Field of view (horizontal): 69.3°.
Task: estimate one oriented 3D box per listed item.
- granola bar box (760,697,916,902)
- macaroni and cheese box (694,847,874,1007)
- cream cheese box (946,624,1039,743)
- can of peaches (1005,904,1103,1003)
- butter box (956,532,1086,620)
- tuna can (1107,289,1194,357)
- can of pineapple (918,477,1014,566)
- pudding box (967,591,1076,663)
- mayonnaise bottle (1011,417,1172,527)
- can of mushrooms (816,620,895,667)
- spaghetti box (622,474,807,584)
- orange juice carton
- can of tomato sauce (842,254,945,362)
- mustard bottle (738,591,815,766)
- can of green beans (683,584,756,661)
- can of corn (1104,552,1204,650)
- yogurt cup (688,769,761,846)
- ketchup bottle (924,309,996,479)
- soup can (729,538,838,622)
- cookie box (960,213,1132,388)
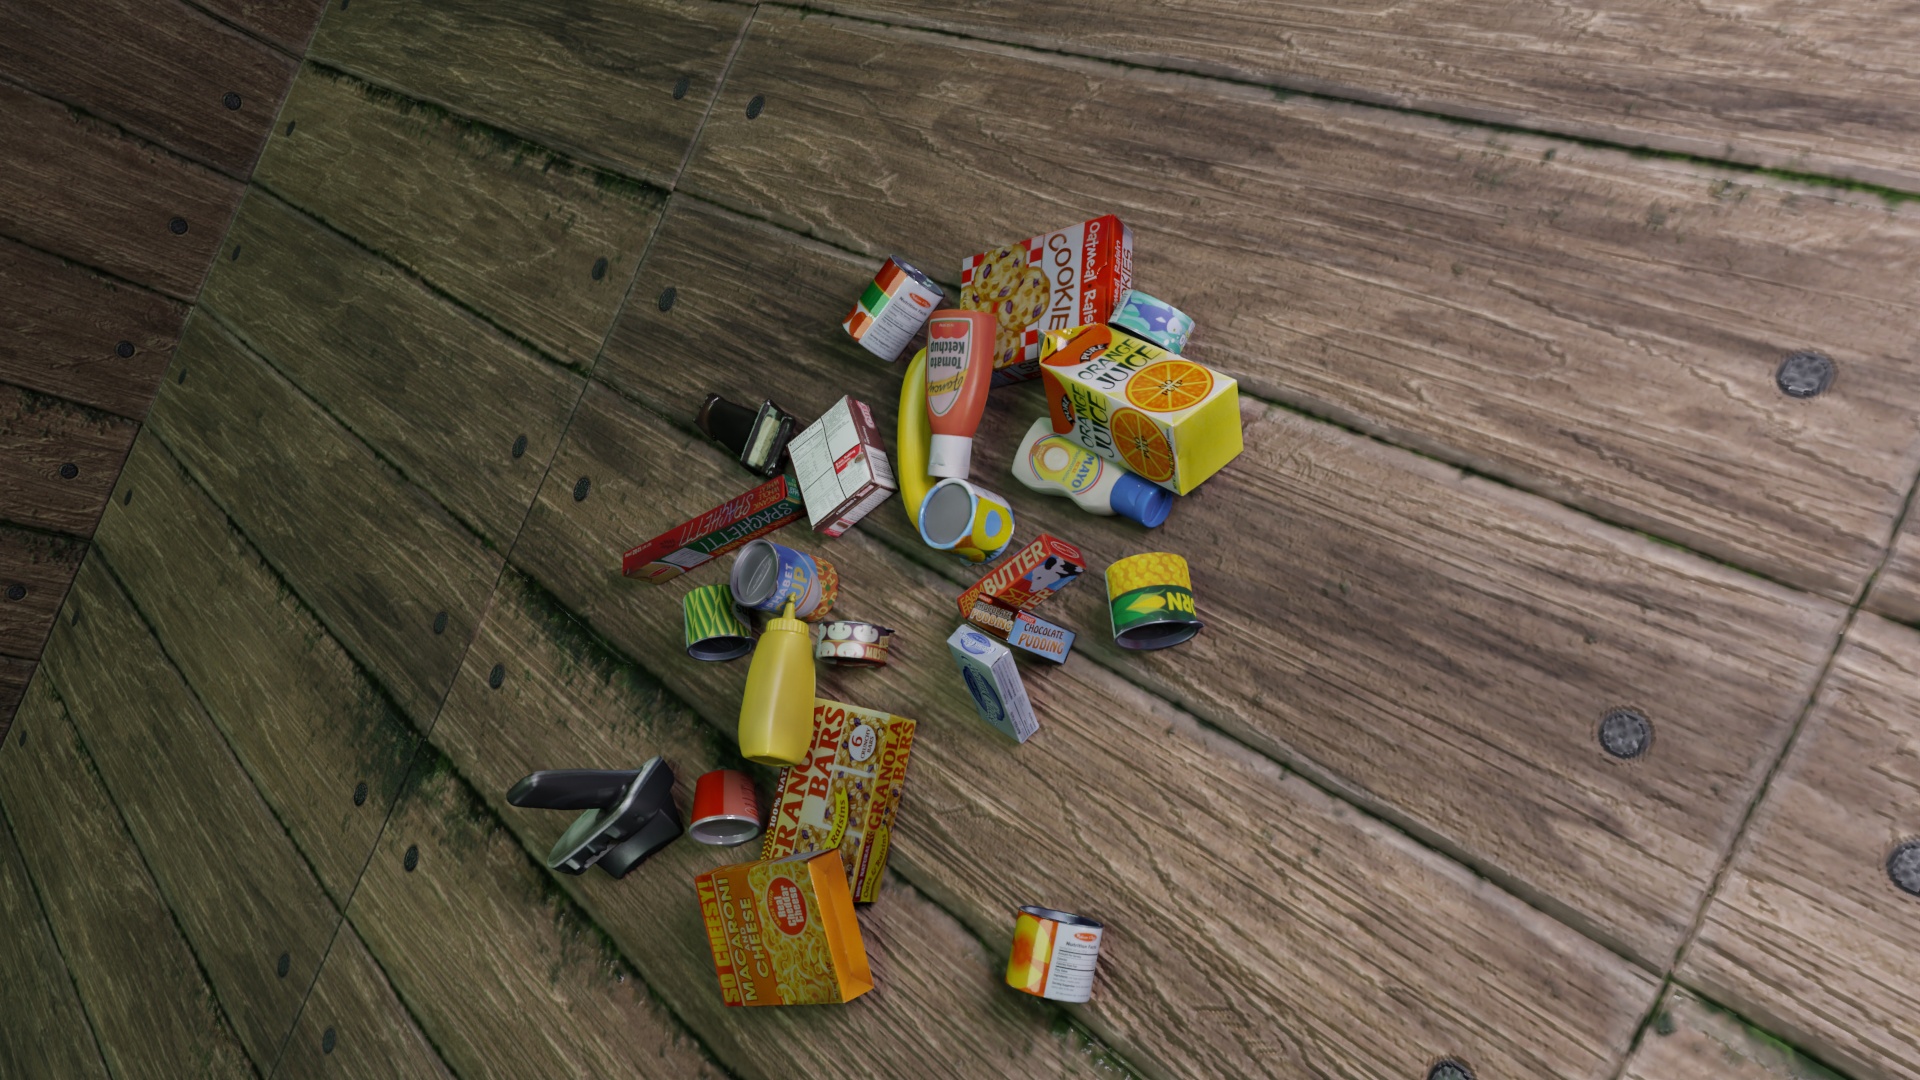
[{"bbox_3d":[-0.112,0.231,1.256,0.124,0.039,0.165,5,79,42],"label":"granola bar box"},{"bbox_3d":[-0.158,0.343,1.222,0.166,0.040,0.124,-19,83,42],"label":"macaroni and cheese box"},{"bbox_3d":[0.028,0.118,1.141,0.053,0.103,0.024,26,60,41],"label":"cream cheese box"},{"bbox_3d":[0.070,0.314,1.059,0.071,0.071,0.058,5,79,41],"label":"can of peaches"},{"bbox_3d":[0.051,0.037,1.177,0.103,0.053,0.024,-38,53,24],"label":"butter box"},{"bbox_3d":[0.161,-0.178,1.151,0.071,0.071,0.033,31,95,42],"label":"tuna can"},{"bbox_3d":[0.004,-0.015,1.230,0.071,0.058,0.071,-14,67,36],"label":"can of pineapple"},{"bbox_3d":[0.051,0.072,1.145,0.050,0.083,0.030,23,88,42],"label":"pudding box"},{"bbox_3d":[0.111,-0.053,1.165,0.148,0.041,0.064,29,92,42],"label":"mayonnaise bottle"},{"bbox_3d":[-0.096,0.095,1.272,0.071,0.071,0.033,-6,72,38],"label":"can of mushrooms"},{"bbox_3d":[-0.252,-0.009,1.447,0.249,0.050,0.029,-23,63,32],"label":"spaghetti box"},{"bbox_3d":[0.132,-0.116,1.132,0.073,0.071,0.193,-36,44,-23],"label":"orange juice carton"},{"bbox_3d":[-0.066,-0.227,1.355,0.083,0.071,0.071,-52,50,15],"label":"can of tomato sauce"},{"bbox_3d":[-0.163,0.124,1.268,0.048,0.065,0.161,-12,62,34],"label":"mustard bottle"},{"bbox_3d":[-0.244,0.083,1.398,0.071,0.071,0.058,-26,60,31],"label":"can of green beans"},{"bbox_3d":[0.151,0.047,1.082,0.071,0.071,0.058,-22,62,33],"label":"can of corn"},{"bbox_3d":[-0.225,0.254,1.327,0.072,0.072,0.054,-28,51,30],"label":"yogurt cup"},{"bbox_3d":[-0.004,-0.130,1.240,0.064,0.043,0.148,6,91,39],"label":"ketchup bottle"},{"bbox_3d":[-0.168,0.042,1.336,0.071,0.084,0.071,-14,67,36],"label":"soup can"},{"bbox_3d":[0.074,-0.212,1.250,0.167,0.040,0.123,-9,70,38],"label":"cookie box"}]
